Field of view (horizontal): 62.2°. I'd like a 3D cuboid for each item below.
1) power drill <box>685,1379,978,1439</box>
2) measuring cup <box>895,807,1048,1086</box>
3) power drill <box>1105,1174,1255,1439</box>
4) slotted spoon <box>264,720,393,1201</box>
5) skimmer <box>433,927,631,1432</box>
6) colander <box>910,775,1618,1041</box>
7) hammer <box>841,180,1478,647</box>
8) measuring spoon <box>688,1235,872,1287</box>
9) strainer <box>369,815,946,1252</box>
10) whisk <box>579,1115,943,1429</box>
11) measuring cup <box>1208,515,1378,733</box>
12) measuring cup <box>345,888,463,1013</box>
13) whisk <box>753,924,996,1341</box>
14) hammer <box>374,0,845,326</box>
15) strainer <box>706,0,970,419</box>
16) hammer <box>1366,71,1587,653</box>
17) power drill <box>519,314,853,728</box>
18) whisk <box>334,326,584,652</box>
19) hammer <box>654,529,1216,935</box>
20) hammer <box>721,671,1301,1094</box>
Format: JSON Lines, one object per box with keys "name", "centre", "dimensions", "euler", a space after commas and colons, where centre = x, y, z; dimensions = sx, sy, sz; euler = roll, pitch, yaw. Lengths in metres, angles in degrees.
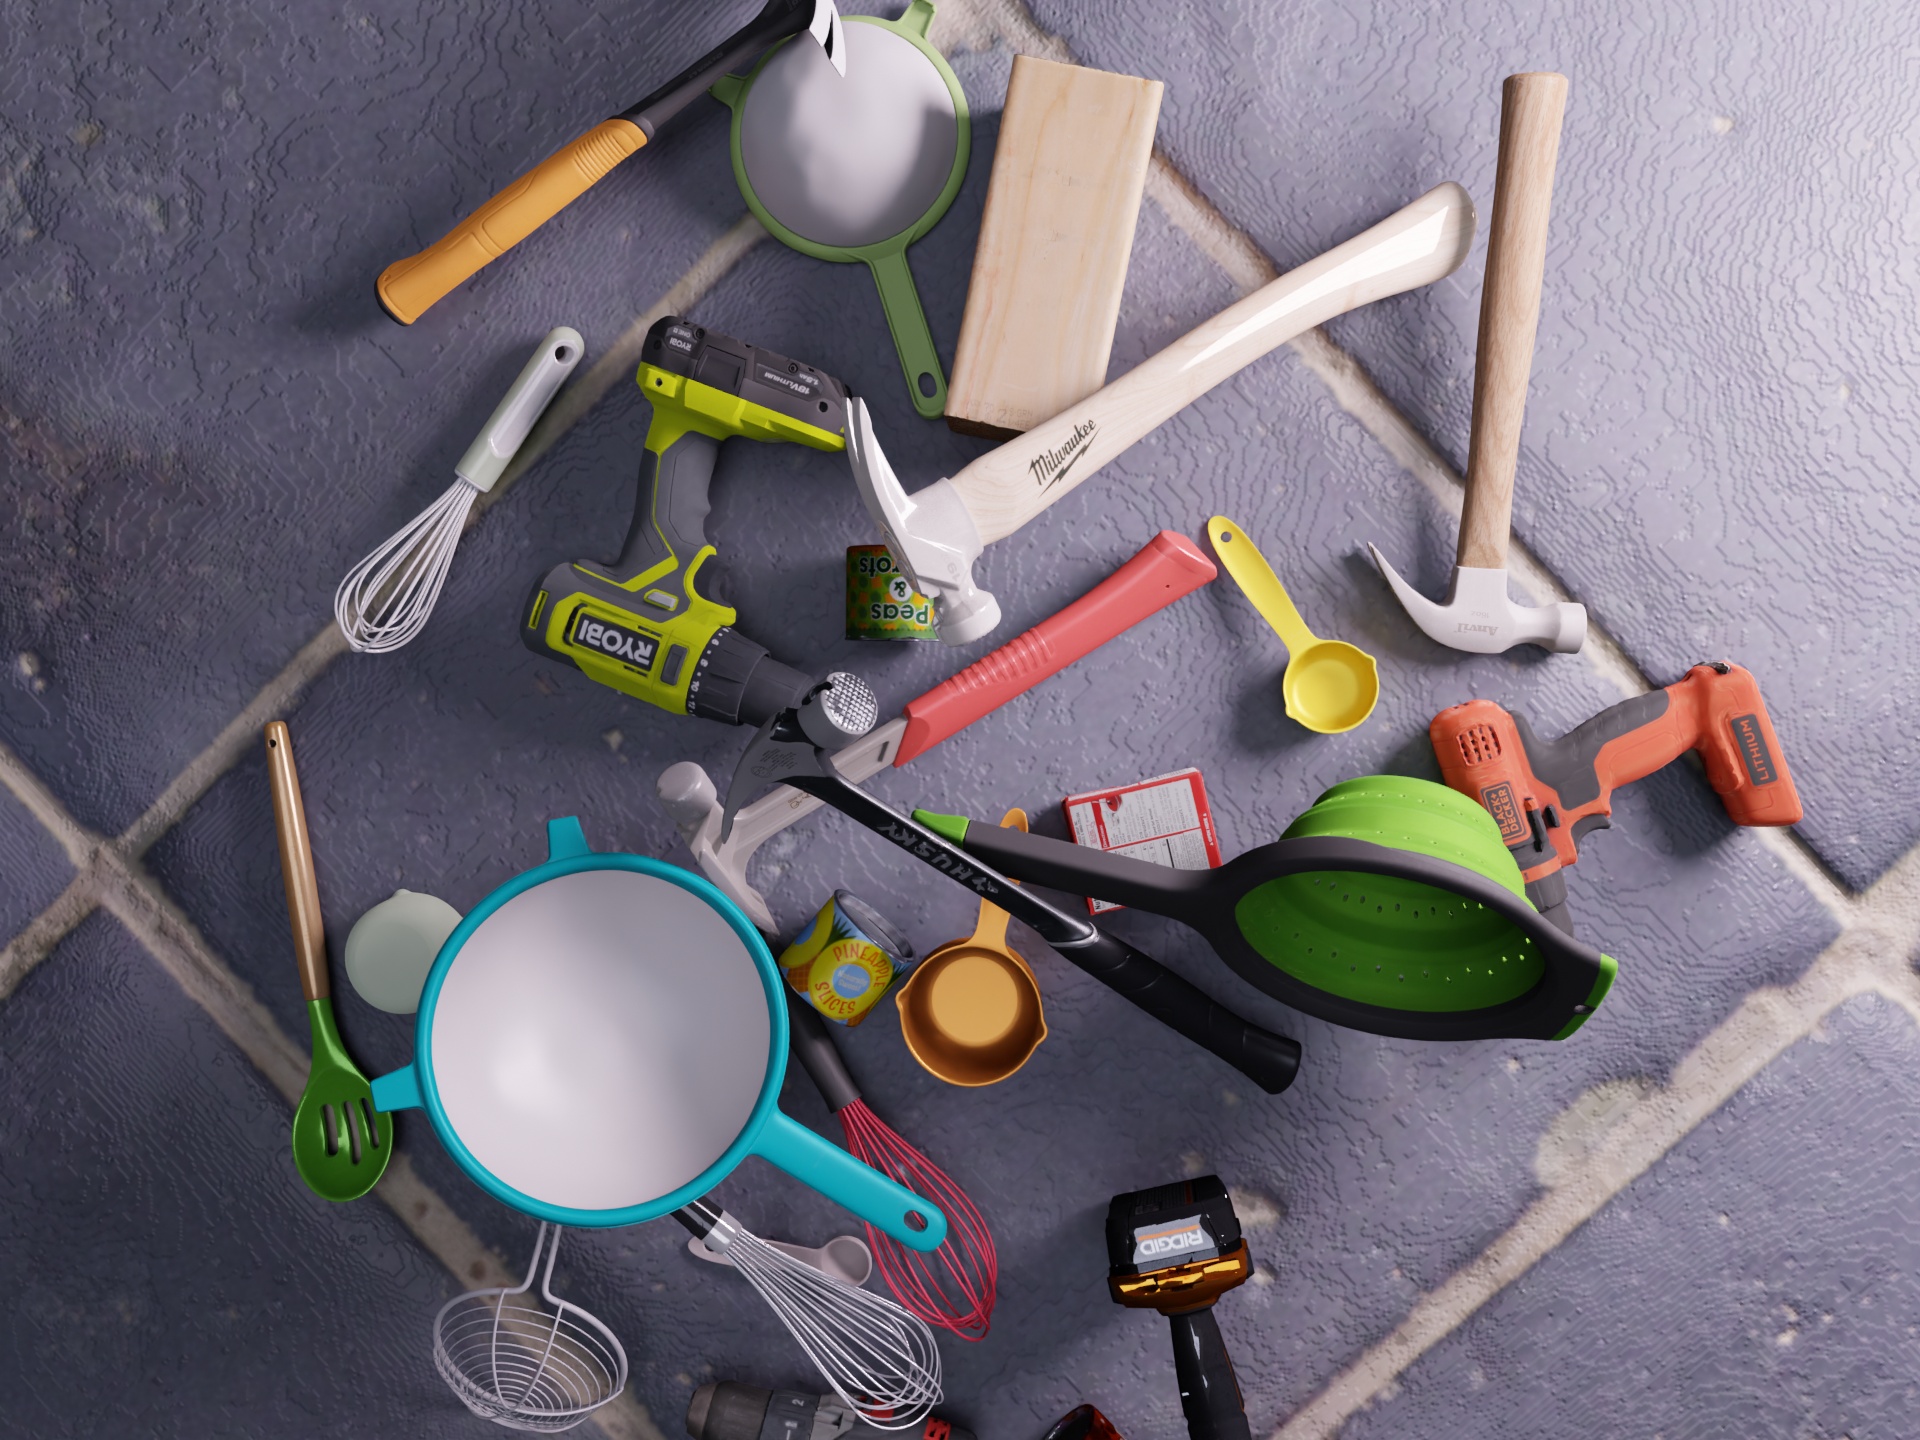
{"name": "power drill", "centre": [-0.099, 0.538, 1.013], "dimensions": [0.188, 0.080, 0.227], "euler": [13, 91, 3]}
{"name": "measuring cup", "centre": [0.017, 0.138, 0.992], "dimensions": [0.095, 0.052, 0.173], "euler": [13, 91, 2]}
{"name": "power drill", "centre": [0.149, 0.398, 0.956], "dimensions": [0.084, 0.164, 0.226], "euler": [-14, 80, 5]}
{"name": "slotted spoon", "centre": [-0.421, 0.156, 1.039], "dimensions": [0.070, 0.031, 0.314], "euler": [-9, 91, 5]}
{"name": "skimmer", "centre": [-0.250, 0.280, 1.031], "dimensions": [0.127, 0.090, 0.363], "euler": [12, 84, 0]}
{"name": "colander", "centre": [0.171, 0.079, 0.927], "dimensions": [0.397, 0.204, 0.095], "euler": [13, 58, 10]}
{"name": "hammer", "centre": [0.127, -0.208, 0.899], "dimensions": [0.410, 0.038, 0.146], "euler": [-33, 112, -14]}
{"name": "measuring spoon", "centre": [-0.116, 0.345, 1.034], "dimensions": [0.124, 0.018, 0.034], "euler": [3, 99, 11]}
{"name": "strainer", "centre": [-0.163, 0.225, 0.955], "dimensions": [0.340, 0.095, 0.211], "euler": [34, 66, -10]}
{"name": "whisk", "centre": [-0.123, 0.338, 0.987], "dimensions": [0.284, 0.070, 0.070], "euler": [40, 95, -4]}
{"name": "measuring cup", "centre": [0.200, -0.060, 0.984], "dimensions": [0.062, 0.029, 0.156], "euler": [-33, 79, 5]}
{"name": "measuring cup", "centre": [-0.315, 0.142, 1.022], "dimensions": [0.167, 0.038, 0.083], "euler": [-13, 92, 7]}
{"name": "whisk", "centre": [-0.062, 0.258, 1.003], "dimensions": [0.073, 0.073, 0.296], "euler": [-31, 86, 5]}
{"name": "hammer", "centre": [-0.218, -0.338, 0.958], "dimensions": [0.337, 0.034, 0.127], "euler": [-31, 47, 13]}
{"name": "strainer", "centre": [-0.055, -0.309, 0.961], "dimensions": [0.151, 0.069, 0.256], "euler": [-17, 90, 5]}
{"name": "hammer", "centre": [0.316, -0.205, 0.937], "dimensions": [0.130, 0.031, 0.331], "euler": [3, 102, 5]}
{"name": "power drill", "centre": [-0.147, -0.112, 0.976], "dimensions": [0.190, 0.080, 0.228], "euler": [21, 97, 5]}
{"name": "whisk", "centre": [-0.313, -0.145, 1.004], "dimensions": [0.057, 0.059, 0.246], "euler": [34, 91, -37]}
{"name": "hammer", "centre": [-0.002, -0.003, 0.972], "dimensions": [0.359, 0.148, 0.037], "euler": [-31, 46, -3]}
{"name": "hammer", "centre": [0.045, 0.117, 0.918], "dimensions": [0.408, 0.036, 0.149], "euler": [34, 138, -22]}
